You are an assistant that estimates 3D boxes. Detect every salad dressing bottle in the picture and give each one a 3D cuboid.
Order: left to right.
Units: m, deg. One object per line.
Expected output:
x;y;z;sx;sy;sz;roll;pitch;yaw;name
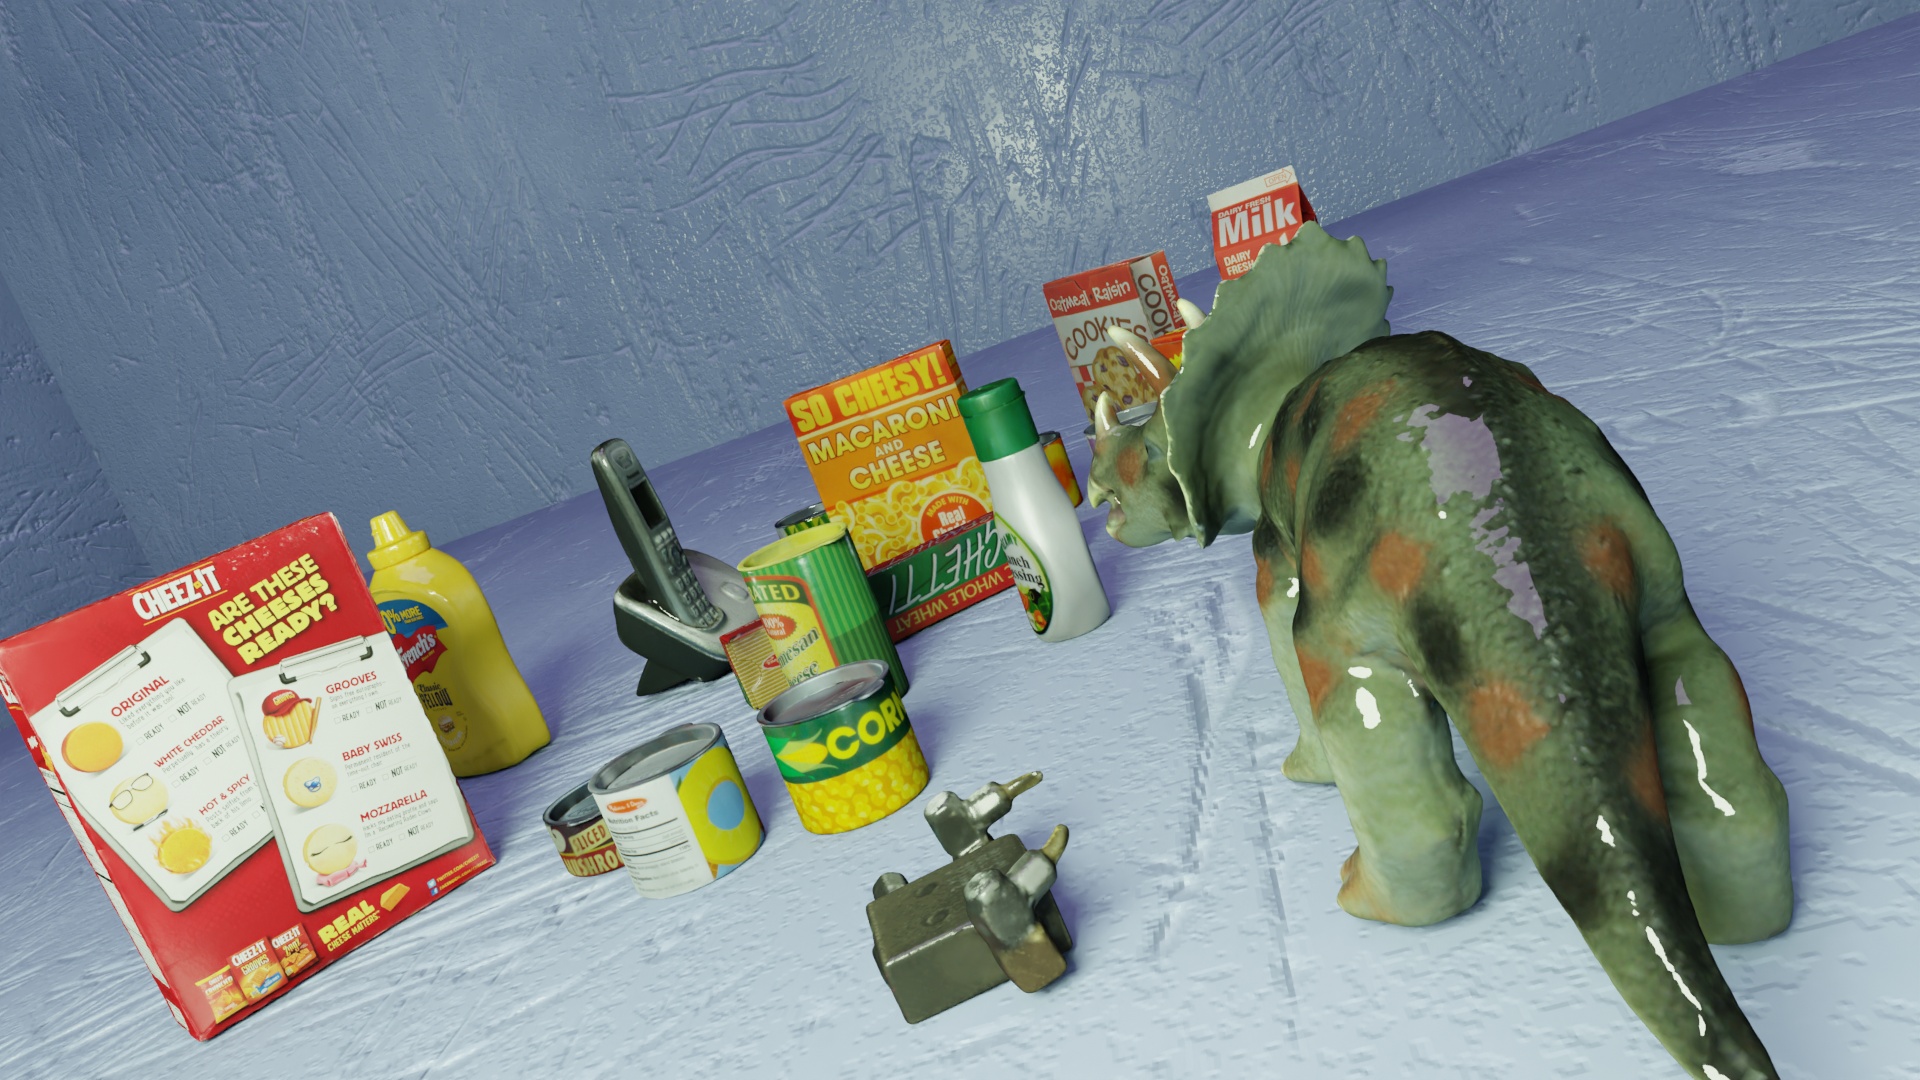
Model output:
0.040;-0.017;0.782;0.044;0.147;0.064;-24;12;-15;salad dressing bottle

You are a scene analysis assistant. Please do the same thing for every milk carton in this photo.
0.253;-0.189;1.082;0.072;0.190;0.074;-15;13;26;milk carton

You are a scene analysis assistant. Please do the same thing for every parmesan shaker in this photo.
-0.075;0.049;0.791;0.071;0.103;0.071;-20;11;4;parmesan shaker

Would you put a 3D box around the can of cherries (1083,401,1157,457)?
0.137;-0.068;1.063;0.071;0.058;0.071;-20;12;4;can of cherries

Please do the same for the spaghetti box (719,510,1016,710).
-0.035;0.035;0.914;0.251;0.050;0.028;-25;12;-20;spaghetti box

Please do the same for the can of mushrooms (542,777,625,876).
-0.178;0.143;0.715;0.071;0.033;0.071;-20;12;4;can of mushrooms

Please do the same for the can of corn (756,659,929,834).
-0.052;0.096;0.650;0.071;0.058;0.071;-20;12;4;can of corn

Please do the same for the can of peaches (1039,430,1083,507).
0.060;-0.049;1.110;0.071;0.058;0.071;-20;12;4;can of peaches

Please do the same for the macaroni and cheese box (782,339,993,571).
-0.038;-0.045;0.991;0.123;0.166;0.040;-18;12;12;macaroni and cheese box

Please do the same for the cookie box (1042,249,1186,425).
0.139;-0.141;1.121;0.040;0.167;0.123;-27;13;-27;cookie box

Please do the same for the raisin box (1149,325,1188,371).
0.181;-0.083;0.894;0.040;0.123;0.086;-28;14;-32;raisin box

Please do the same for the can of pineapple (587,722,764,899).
-0.132;0.125;0.654;0.071;0.057;0.071;-20;12;4;can of pineapple

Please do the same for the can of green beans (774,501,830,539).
-0.117;0.001;1.185;0.071;0.057;0.071;-20;12;4;can of green beans
